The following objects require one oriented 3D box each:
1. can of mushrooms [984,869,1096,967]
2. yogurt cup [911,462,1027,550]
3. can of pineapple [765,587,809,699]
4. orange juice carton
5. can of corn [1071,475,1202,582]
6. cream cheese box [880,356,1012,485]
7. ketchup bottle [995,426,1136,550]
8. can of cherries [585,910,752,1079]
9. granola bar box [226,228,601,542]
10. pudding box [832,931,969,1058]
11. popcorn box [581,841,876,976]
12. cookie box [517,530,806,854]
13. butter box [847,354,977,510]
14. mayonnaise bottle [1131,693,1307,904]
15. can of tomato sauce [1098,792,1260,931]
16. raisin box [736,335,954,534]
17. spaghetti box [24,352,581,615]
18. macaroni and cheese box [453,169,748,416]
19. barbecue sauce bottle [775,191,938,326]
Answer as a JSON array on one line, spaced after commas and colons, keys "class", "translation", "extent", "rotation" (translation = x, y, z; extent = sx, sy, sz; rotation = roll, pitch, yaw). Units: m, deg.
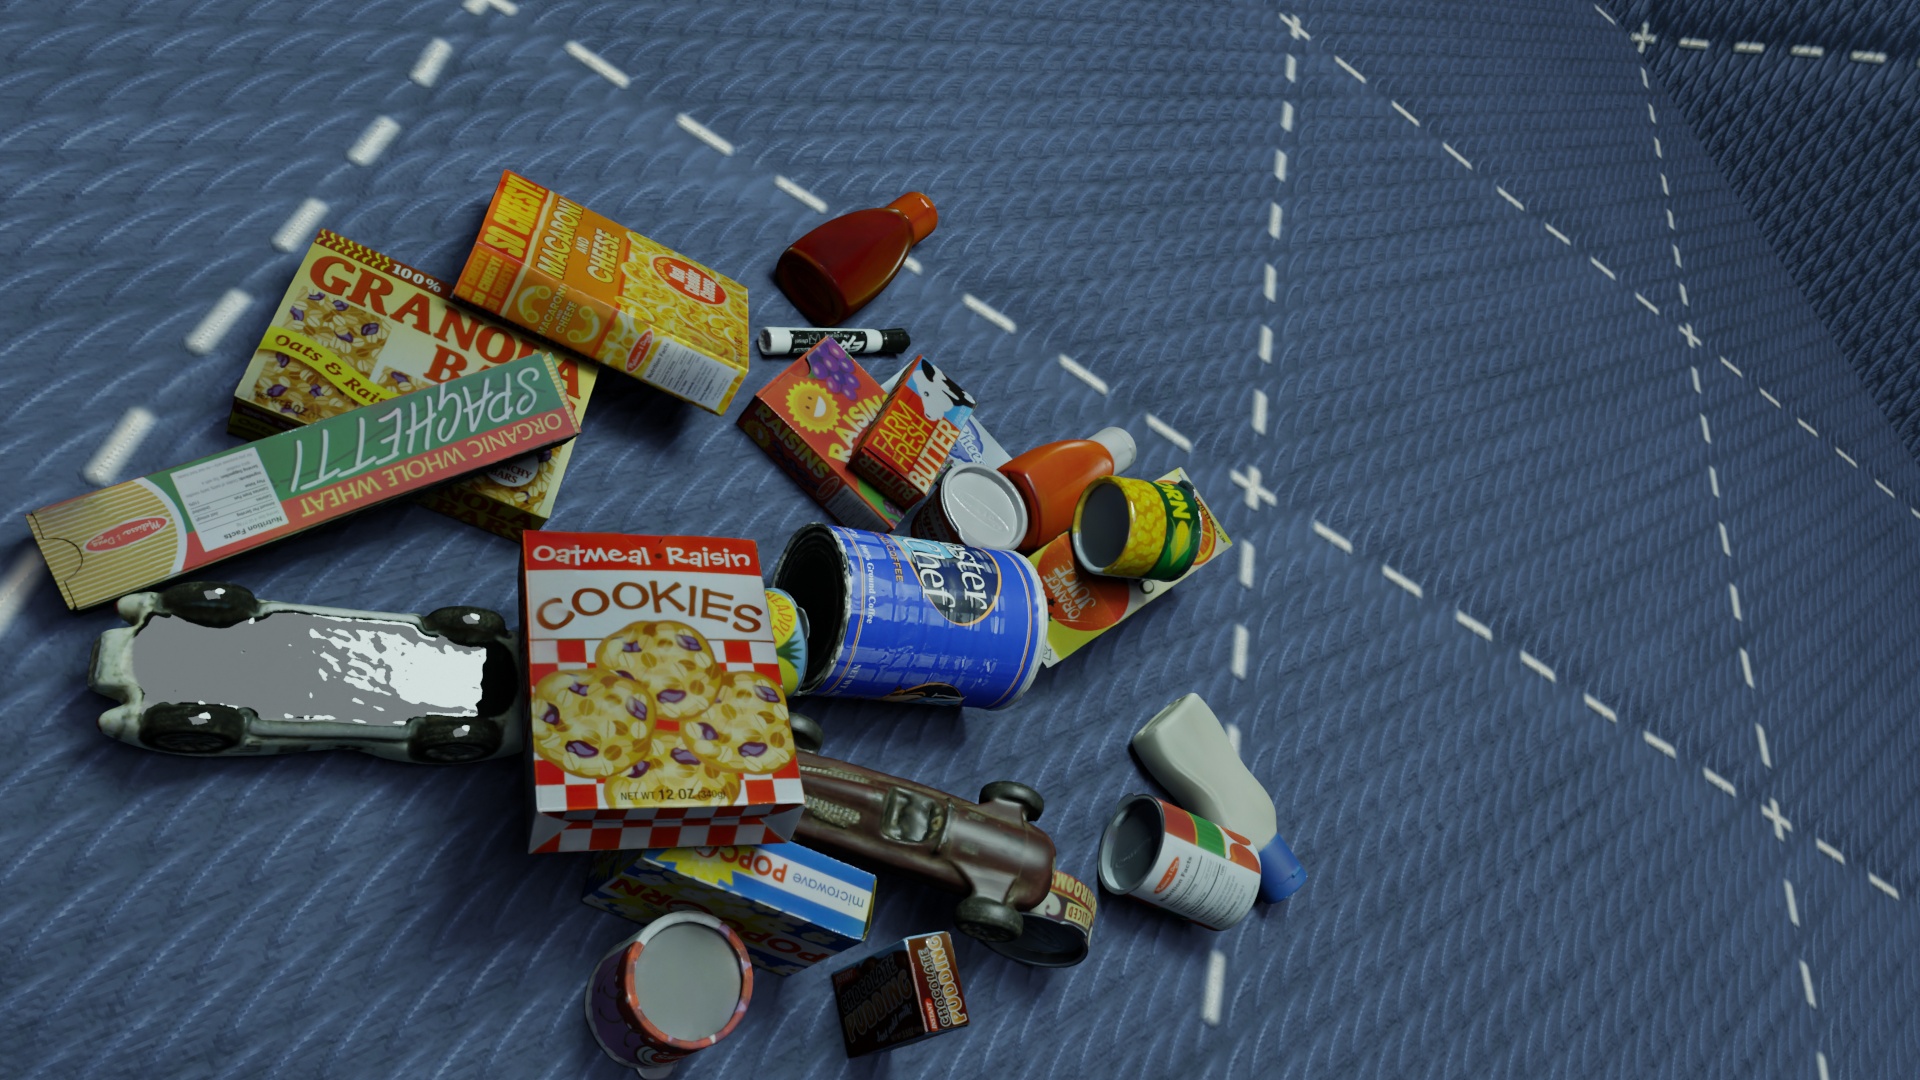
[{"class": "can of mushrooms", "translation": [0.048, 0.222, 0.821], "extent": [0.071, 0.070, 0.034], "rotation": [33, 47, -16]}, {"class": "yogurt cup", "translation": [0.003, -0.012, 0.941], "extent": [0.072, 0.053, 0.073], "rotation": [18, 54, -27]}, {"class": "can of pineapple", "translation": [-0.127, 0.060, 0.790], "extent": [0.058, 0.070, 0.071], "rotation": [-4, 66, -38]}, {"class": "orange juice carton", "translation": [0.100, 0.022, 0.979], "extent": [0.193, 0.072, 0.072], "rotation": [-28, 83, -43]}, {"class": "can of corn", "translation": [0.116, -0.010, 0.911], "extent": [0.058, 0.071, 0.071], "rotation": [6, 61, -32]}, {"class": "cream cheese box", "translation": [-0.015, -0.077, 0.988], "extent": [0.104, 0.024, 0.054], "rotation": [47, 45, -4]}, {"class": "ketchup bottle", "translation": [0.079, -0.045, 1.019], "extent": [0.149, 0.043, 0.064], "rotation": [-31, 118, -48]}, {"class": "can of cherries", "translation": [-0.143, 0.225, 0.687], "extent": [0.071, 0.058, 0.072], "rotation": [18, 54, -27]}, {"class": "granola bar box", "translation": [-0.297, -0.084, 0.773], "extent": [0.165, 0.039, 0.125], "rotation": [24, 53, -23]}, {"class": "pudding box", "translation": [-0.033, 0.242, 0.740], "extent": [0.030, 0.083, 0.050], "rotation": [2, 64, -35]}, {"class": "popcorn box", "translation": [-0.118, 0.179, 0.714], "extent": [0.126, 0.085, 0.038], "rotation": [28, 51, -21]}, {"class": "cookie box", "translation": [-0.152, 0.069, 0.688], "extent": [0.123, 0.040, 0.168], "rotation": [3, 47, -23]}, {"class": "butter box", "translation": [-0.030, -0.072, 0.918], "extent": [0.053, 0.024, 0.104], "rotation": [39, 47, -13]}, {"class": "mayonnaise bottle", "translation": [0.183, 0.182, 0.967], "extent": [0.065, 0.041, 0.148], "rotation": [-33, 87, -42]}, {"class": "can of tomato sauce", "translation": [0.142, 0.209, 0.903], "extent": [0.083, 0.071, 0.071], "rotation": [26, 51, -23]}, {"class": "raisin box", "translation": [-0.075, -0.066, 0.926], "extent": [0.123, 0.040, 0.086], "rotation": [45, 47, -5]}, {"class": "spaghetti box", "translation": [-0.315, -0.033, 0.693], "extent": [0.251, 0.028, 0.050], "rotation": [-25, 93, -30]}, {"class": "macaroni and cheese box", "translation": [-0.212, -0.151, 0.845], "extent": [0.166, 0.040, 0.124], "rotation": [24, 27, -23]}, {"class": "barbecue sauce bottle", "translation": [-0.069, -0.213, 1.017], "extent": [0.065, 0.043, 0.149], "rotation": [47, 46, -3]}]
